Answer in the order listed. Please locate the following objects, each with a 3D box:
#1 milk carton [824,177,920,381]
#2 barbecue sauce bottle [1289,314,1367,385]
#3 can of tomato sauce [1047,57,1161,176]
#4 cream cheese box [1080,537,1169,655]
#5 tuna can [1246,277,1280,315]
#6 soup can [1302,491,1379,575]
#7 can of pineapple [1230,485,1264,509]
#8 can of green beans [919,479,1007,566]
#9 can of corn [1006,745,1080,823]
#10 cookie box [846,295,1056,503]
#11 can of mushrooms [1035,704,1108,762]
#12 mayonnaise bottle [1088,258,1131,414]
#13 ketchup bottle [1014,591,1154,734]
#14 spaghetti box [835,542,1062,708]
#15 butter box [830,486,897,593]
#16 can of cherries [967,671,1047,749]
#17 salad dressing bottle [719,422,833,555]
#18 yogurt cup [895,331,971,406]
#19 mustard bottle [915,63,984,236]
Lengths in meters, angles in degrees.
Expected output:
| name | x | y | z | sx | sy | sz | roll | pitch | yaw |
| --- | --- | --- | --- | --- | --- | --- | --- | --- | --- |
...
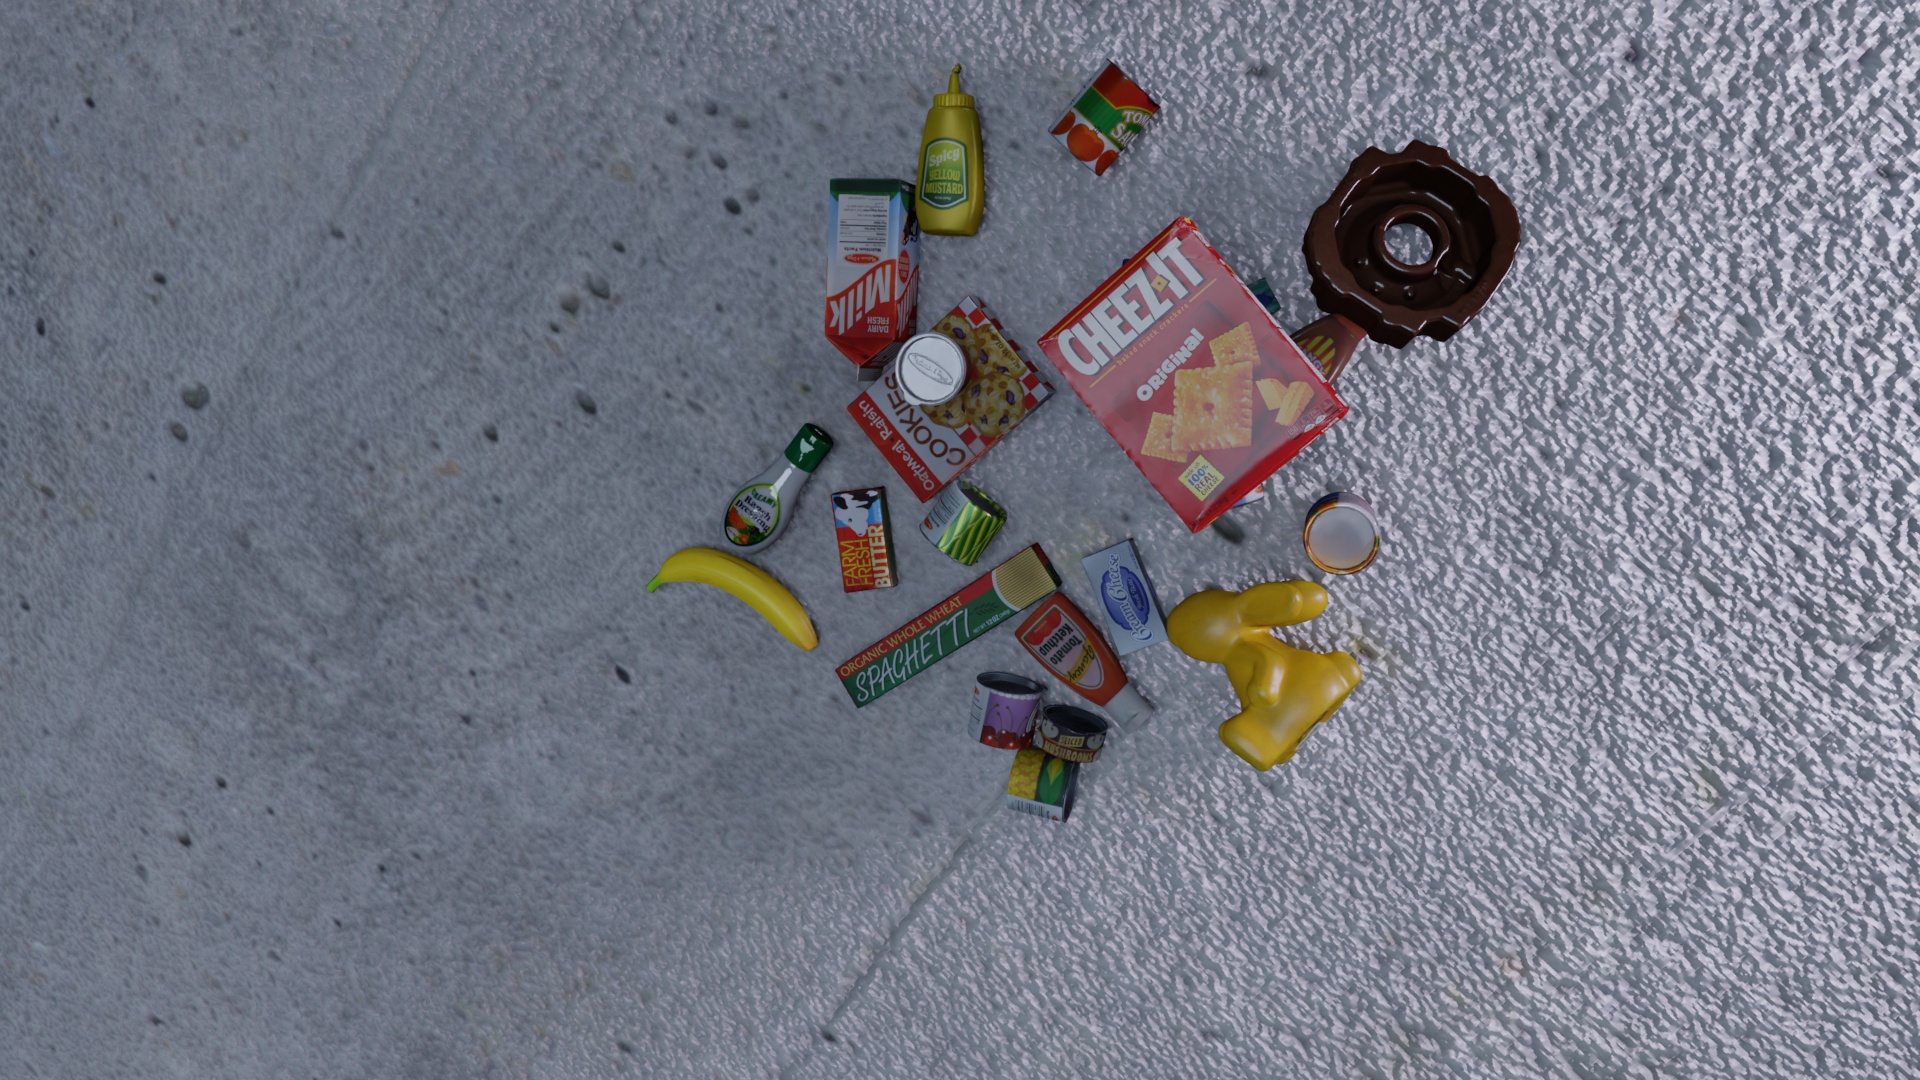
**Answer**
| name | x | y | z | sx | sy | sz | roll | pitch | yaw |
| --- | --- | --- | --- | --- | --- | --- | --- | --- | --- |
| milk carton | -0.085 | -0.249 | 1.343 | 0.073 | 0.072 | 0.190 | 5 | 97 | 15 |
| barbecue sauce bottle | 0.320 | -0.166 | 1.256 | 0.148 | 0.044 | 0.065 | -45 | 85 | 15 |
| can of tomato sauce | 0.132 | -0.384 | 1.269 | 0.071 | 0.071 | 0.083 | 44 | 107 | 6 |
| cream cheese box | 0.160 | 0.055 | 1.338 | 0.053 | 0.024 | 0.103 | -23 | 90 | 18 |
| tuna can | 0.252 | -0.206 | 1.256 | 0.071 | 0.071 | 0.033 | -30 | 89 | 17 |
| soup can | 0.341 | -0.005 | 1.250 | 0.071 | 0.084 | 0.071 | 2 | 98 | 15 |
| can of pineapple | 0.238 | -0.058 | 1.281 | 0.071 | 0.071 | 0.058 | -15 | 93 | 17 |
| can of green beans | 0.003 | -0.018 | 1.350 | 0.071 | 0.071 | 0.057 | 39 | 105 | 8 |
| can of corn | 0.082 | 0.236 | 1.361 | 0.058 | 0.071 | 0.071 | 11 | 100 | 14 |
| cookie box | -0.011 | -0.137 | 1.352 | 0.167 | 0.040 | 0.123 | -40 | 86 | 16 |
| can of mushrooms | 0.108 | 0.188 | 1.345 | 0.071 | 0.071 | 0.033 | 18 | 103 | 13 |
| mayonnaise bottle | 0.159 | -0.187 | 1.299 | 0.065 | 0.041 | 0.147 | 10 | 100 | 16 |
| ketchup bottle | 0.124 | 0.122 | 1.346 | 0.149 | 0.043 | 0.064 | 46 | 106 | 5 |
| spaghetti box | -0.015 | 0.087 | 1.388 | 0.249 | 0.029 | 0.050 | -33 | 87 | 16 |
| butter box | -0.097 | 0.000 | 1.401 | 0.053 | 0.024 | 0.103 | -6 | 95 | 15 |
| can of cherries | 0.046 | 0.167 | 1.362 | 0.071 | 0.071 | 0.058 | 12 | 101 | 14 |
| salad dressing bottle | -0.186 | -0.053 | 1.409 | 0.064 | 0.044 | 0.147 | 41 | 105 | 6 |
| yogurt cup | -0.022 | -0.161 | 1.303 | 0.072 | 0.054 | 0.072 | 2 | 97 | 15 |
| mustard bottle | -0.009 | -0.371 | 1.318 | 0.065 | 0.049 | 0.160 | 3 | 98 | 13 |
